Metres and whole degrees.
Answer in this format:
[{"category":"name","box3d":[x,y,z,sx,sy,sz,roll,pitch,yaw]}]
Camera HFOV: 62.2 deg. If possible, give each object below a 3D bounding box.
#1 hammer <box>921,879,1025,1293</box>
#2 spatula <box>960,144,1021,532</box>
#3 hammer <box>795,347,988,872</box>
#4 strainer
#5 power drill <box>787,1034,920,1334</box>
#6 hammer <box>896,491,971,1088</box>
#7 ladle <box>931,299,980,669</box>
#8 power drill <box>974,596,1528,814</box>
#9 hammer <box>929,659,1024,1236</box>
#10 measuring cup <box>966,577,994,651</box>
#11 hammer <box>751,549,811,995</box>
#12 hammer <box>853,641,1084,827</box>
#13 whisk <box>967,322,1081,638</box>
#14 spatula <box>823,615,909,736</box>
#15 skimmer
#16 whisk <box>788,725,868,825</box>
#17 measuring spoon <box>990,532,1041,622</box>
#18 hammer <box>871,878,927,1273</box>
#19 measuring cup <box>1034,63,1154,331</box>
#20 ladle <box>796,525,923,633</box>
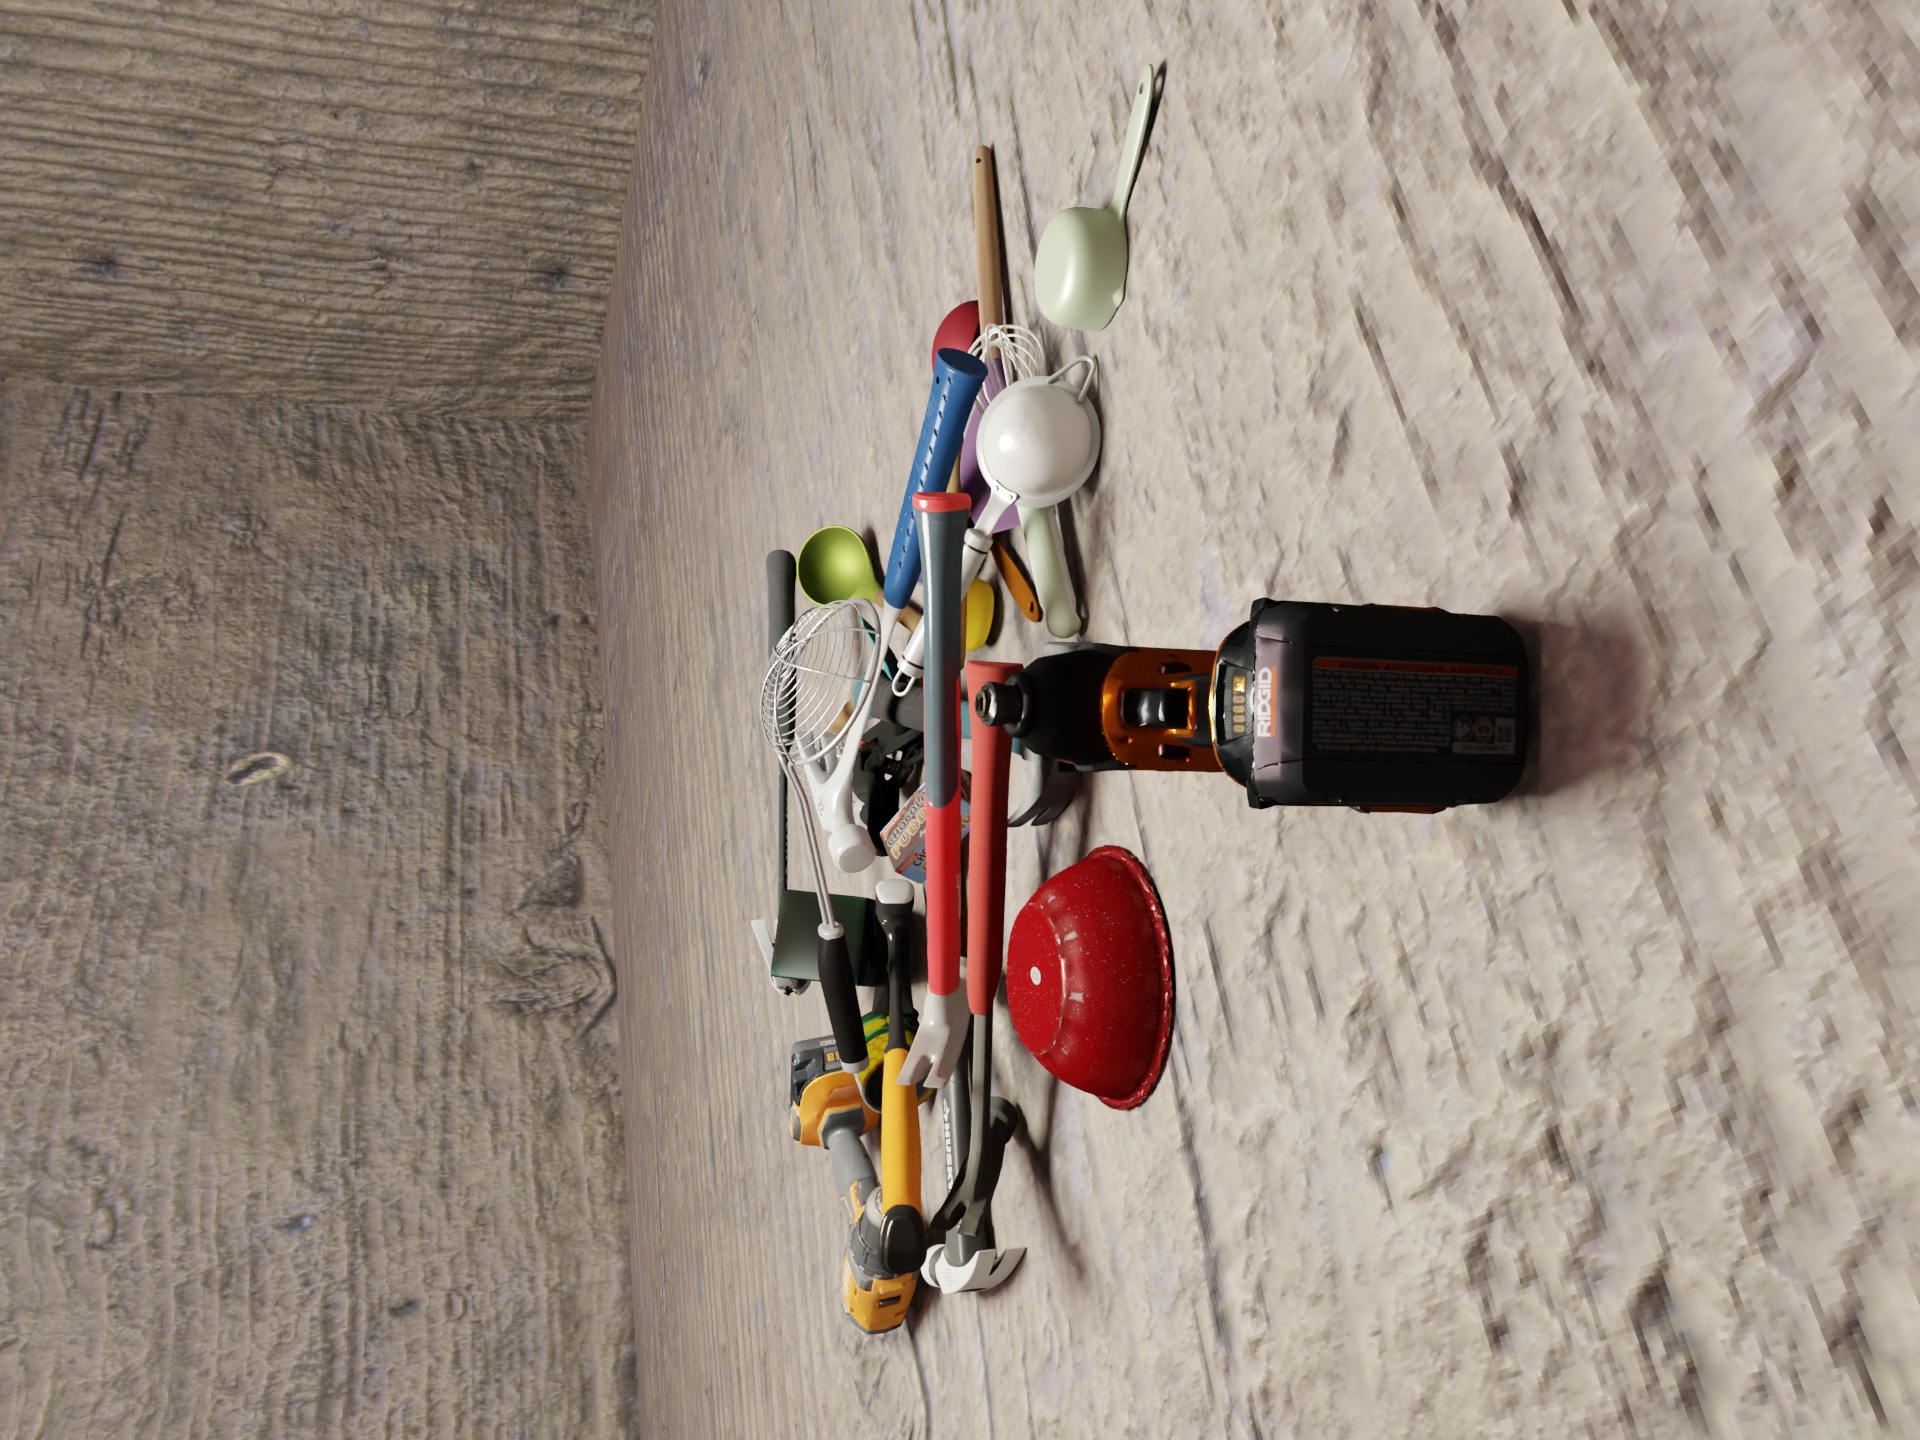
[{"category":"hammer","box3d":[-0.004,0.257,1.202,0.146,0.035,0.335,139,129,-65]},{"category":"spatula","box3d":[0.021,-0.284,1.166,0.060,0.018,0.316,-12,71,29]},{"category":"hammer","box3d":[-0.054,-0.084,1.181,0.144,0.035,0.405,-118,37,-47]},{"category":"strainer","box3d":[0.015,-0.124,1.043,0.087,0.050,0.258,36,110,21]},{"category":"power drill","box3d":[-0.084,0.372,1.331,0.185,0.084,0.226,99,157,-46]},{"category":"hammer","box3d":[-0.014,0.046,1.035,0.143,0.038,0.386,-60,-29,-68]},{"category":"ladle","box3d":[-0.004,-0.180,1.174,0.069,0.031,0.316,138,137,-57]},{"category":"power drill","box3d":[0.115,-0.005,0.698,0.226,0.164,0.084,180,92,-68]},{"category":"hammer","box3d":[0.014,0.140,1.023,0.149,0.037,0.359,-47,-40,-72]},{"category":"measuring cup","box3d":[0.001,-0.097,1.235,0.157,0.029,0.062,-107,28,-68]},{"category":"hammer","box3d":[-0.162,0.033,1.436,0.149,0.036,0.409,86,-179,-68]},{"category":"hammer","box3d":[-0.002,-0.004,1.163,0.331,0.033,0.128,14,103,63]},{"category":"whisk","box3d":[0.047,-0.166,1.076,0.057,0.059,0.247,46,-150,-64]},{"category":"spatula","box3d":[-0.094,-0.021,1.454,0.082,0.044,0.317,59,157,4]},{"category":"skimmer","box3d":[-0.080,0.092,1.180,0.127,0.090,0.363,28,132,58]},{"category":"whisk","box3d":[-0.094,0.070,1.444,0.285,0.070,0.070,-143,56,-60]},{"category":"measuring spoon","box3d":[0.039,-0.107,1.143,0.117,0.011,0.021,-116,33,-46]},{"category":"hammer","box3d":[-0.045,0.258,1.131,0.337,0.034,0.127,-96,7,-61]},{"category":"measuring cup","box3d":[0.082,-0.322,0.984,0.083,0.038,0.167,-111,28,-47]},{"category":"ladle","box3d":[-0.071,-0.105,1.380,0.078,0.062,0.320,-65,27,8]}]
